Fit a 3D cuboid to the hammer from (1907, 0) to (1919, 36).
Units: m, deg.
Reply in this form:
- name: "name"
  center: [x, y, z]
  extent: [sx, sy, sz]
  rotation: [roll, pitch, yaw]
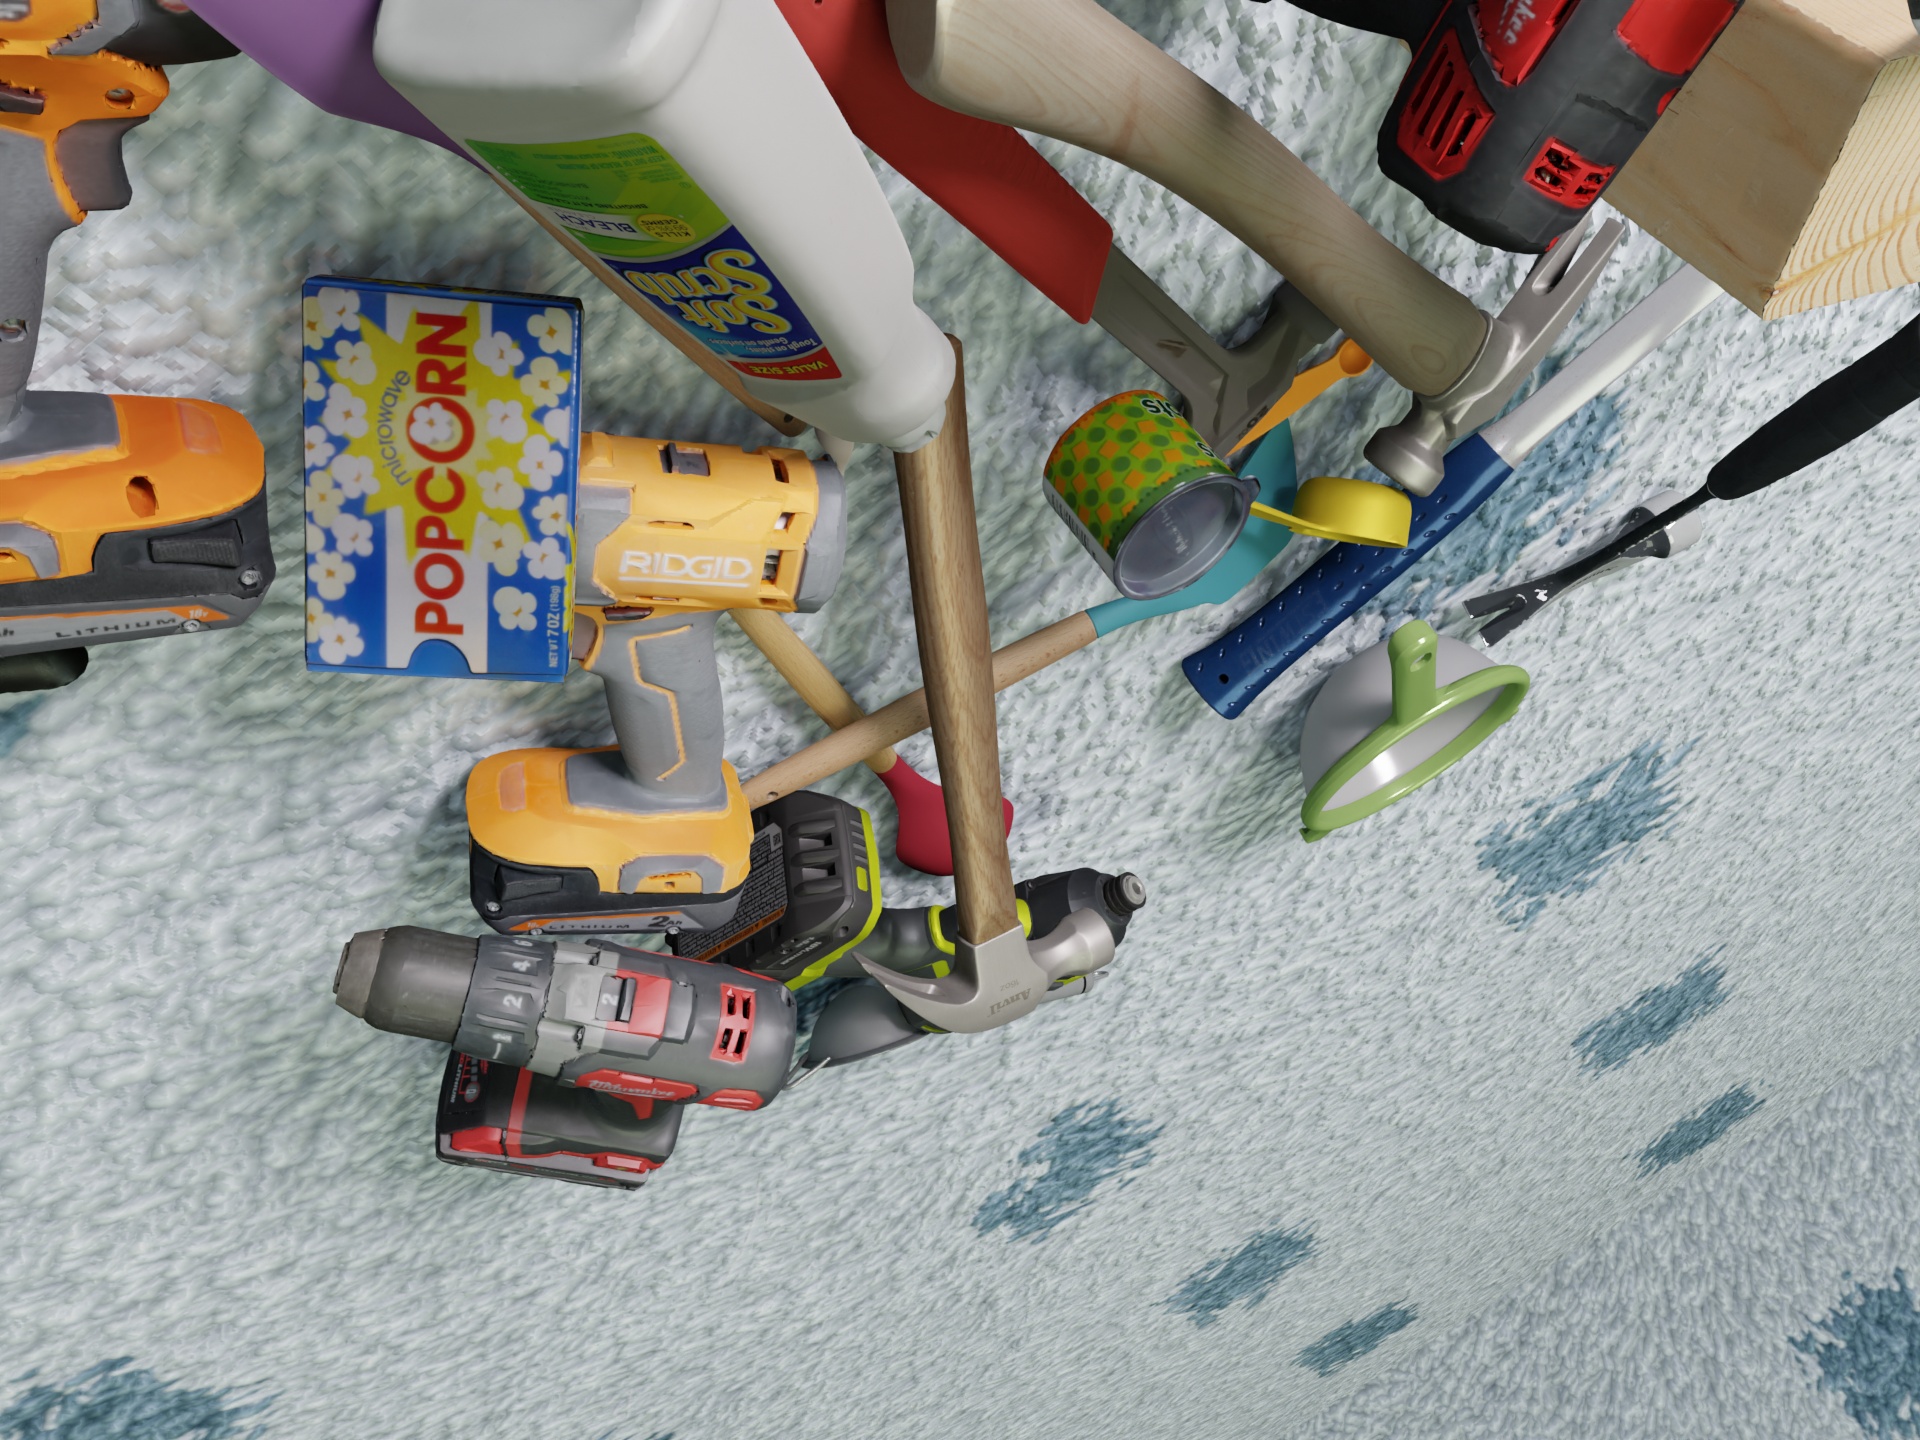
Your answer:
- name: "hammer"
  center: [0.242, -0.334, 0.394]
  extent: [0.035, 0.335, 0.146]
  rotation: [-5, 178, 38]

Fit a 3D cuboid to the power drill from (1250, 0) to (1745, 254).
- name: "power drill"
  center: [0.136, -0.247, 0.454]
  extent: [0.078, 0.220, 0.143]
  rotation: [3, 132, -36]

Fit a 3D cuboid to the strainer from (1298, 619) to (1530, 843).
- name: "strainer"
  center: [0.233, -0.020, 0.873]
  extent: [0.151, 0.069, 0.256]
  rotation: [-33, 157, 3]

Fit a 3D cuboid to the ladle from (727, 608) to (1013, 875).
- name: "ladle"
  center: [-0.048, 0.006, 0.781]
  extent: [0.069, 0.031, 0.315]
  rotation: [-31, 141, 7]

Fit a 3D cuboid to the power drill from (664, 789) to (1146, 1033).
- name: "power drill"
  center: [-0.025, 0.106, 0.832]
  extent: [0.223, 0.080, 0.171]
  rotation: [16, 143, -41]

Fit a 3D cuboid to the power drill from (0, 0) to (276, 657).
- name: "power drill"
  center: [-0.253, -0.131, 0.448]
  extent: [0.164, 0.084, 0.226]
  rotation: [-11, 135, -26]

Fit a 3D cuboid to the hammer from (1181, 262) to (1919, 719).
- name: "hammer"
  center: [0.276, -0.135, 0.781]
  extent: [0.405, 0.144, 0.035]
  rotation: [-42, -176, 24]

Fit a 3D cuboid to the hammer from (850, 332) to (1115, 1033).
- name: "hammer"
  center: [-0.001, -0.002, 0.699]
  extent: [0.130, 0.031, 0.331]
  rotation: [-22, 121, -27]

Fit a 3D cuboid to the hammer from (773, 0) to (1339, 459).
- name: "hammer"
  center: [0.023, -0.174, 0.583]
  extent: [0.149, 0.037, 0.358]
  rotation: [-44, 148, 17]

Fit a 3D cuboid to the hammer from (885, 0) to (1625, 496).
- name: "hammer"
  center: [0.127, -0.194, 0.588]
  extent: [0.410, 0.038, 0.146]
  rotation: [11, 120, -50]

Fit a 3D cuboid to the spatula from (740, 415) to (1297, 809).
- name: "spatula"
  center: [0.035, -0.040, 0.763]
  extent: [0.317, 0.044, 0.082]
  rotation: [-27, 140, -6]

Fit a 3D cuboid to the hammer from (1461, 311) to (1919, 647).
- name: "hammer"
  center: [0.355, -0.111, 0.753]
  extent: [0.149, 0.036, 0.409]
  rotation: [-28, 173, -1]

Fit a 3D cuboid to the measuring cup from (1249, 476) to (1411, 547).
- name: "measuring cup"
  center: [0.150, -0.107, 0.737]
  extent: [0.156, 0.062, 0.029]
  rotation: [9, 94, -38]

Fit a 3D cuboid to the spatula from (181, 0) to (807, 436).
- name: "spatula"
  center: [-0.126, -0.164, 0.498]
  extent: [0.060, 0.018, 0.315]
  rotation: [-50, 151, 2]

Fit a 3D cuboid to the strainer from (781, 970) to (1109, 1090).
- name: "strainer"
  center: [-0.005, 0.178, 0.993]
  extent: [0.258, 0.050, 0.087]
  rotation: [-5, 175, -38]

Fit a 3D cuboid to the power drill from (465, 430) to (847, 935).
- name: "power drill"
  center: [-0.155, -0.015, 0.640]
  extent: [0.185, 0.084, 0.226]
  rotation: [2, 130, -20]

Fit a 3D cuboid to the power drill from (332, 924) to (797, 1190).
- name: "power drill"
  center: [-0.192, 0.152, 0.731]
  extent: [0.187, 0.080, 0.226]
  rotation: [14, 152, -17]

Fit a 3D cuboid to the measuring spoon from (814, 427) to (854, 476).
- name: "measuring spoon"
  center: [-0.062, -0.091, 0.663]
  extent: [0.018, 0.034, 0.124]
  rotation: [11, 136, -12]

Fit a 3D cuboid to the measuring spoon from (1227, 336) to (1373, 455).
- name: "measuring spoon"
  center: [0.141, -0.147, 0.747]
  extent: [0.117, 0.011, 0.021]
  rotation: [-30, 125, 5]
